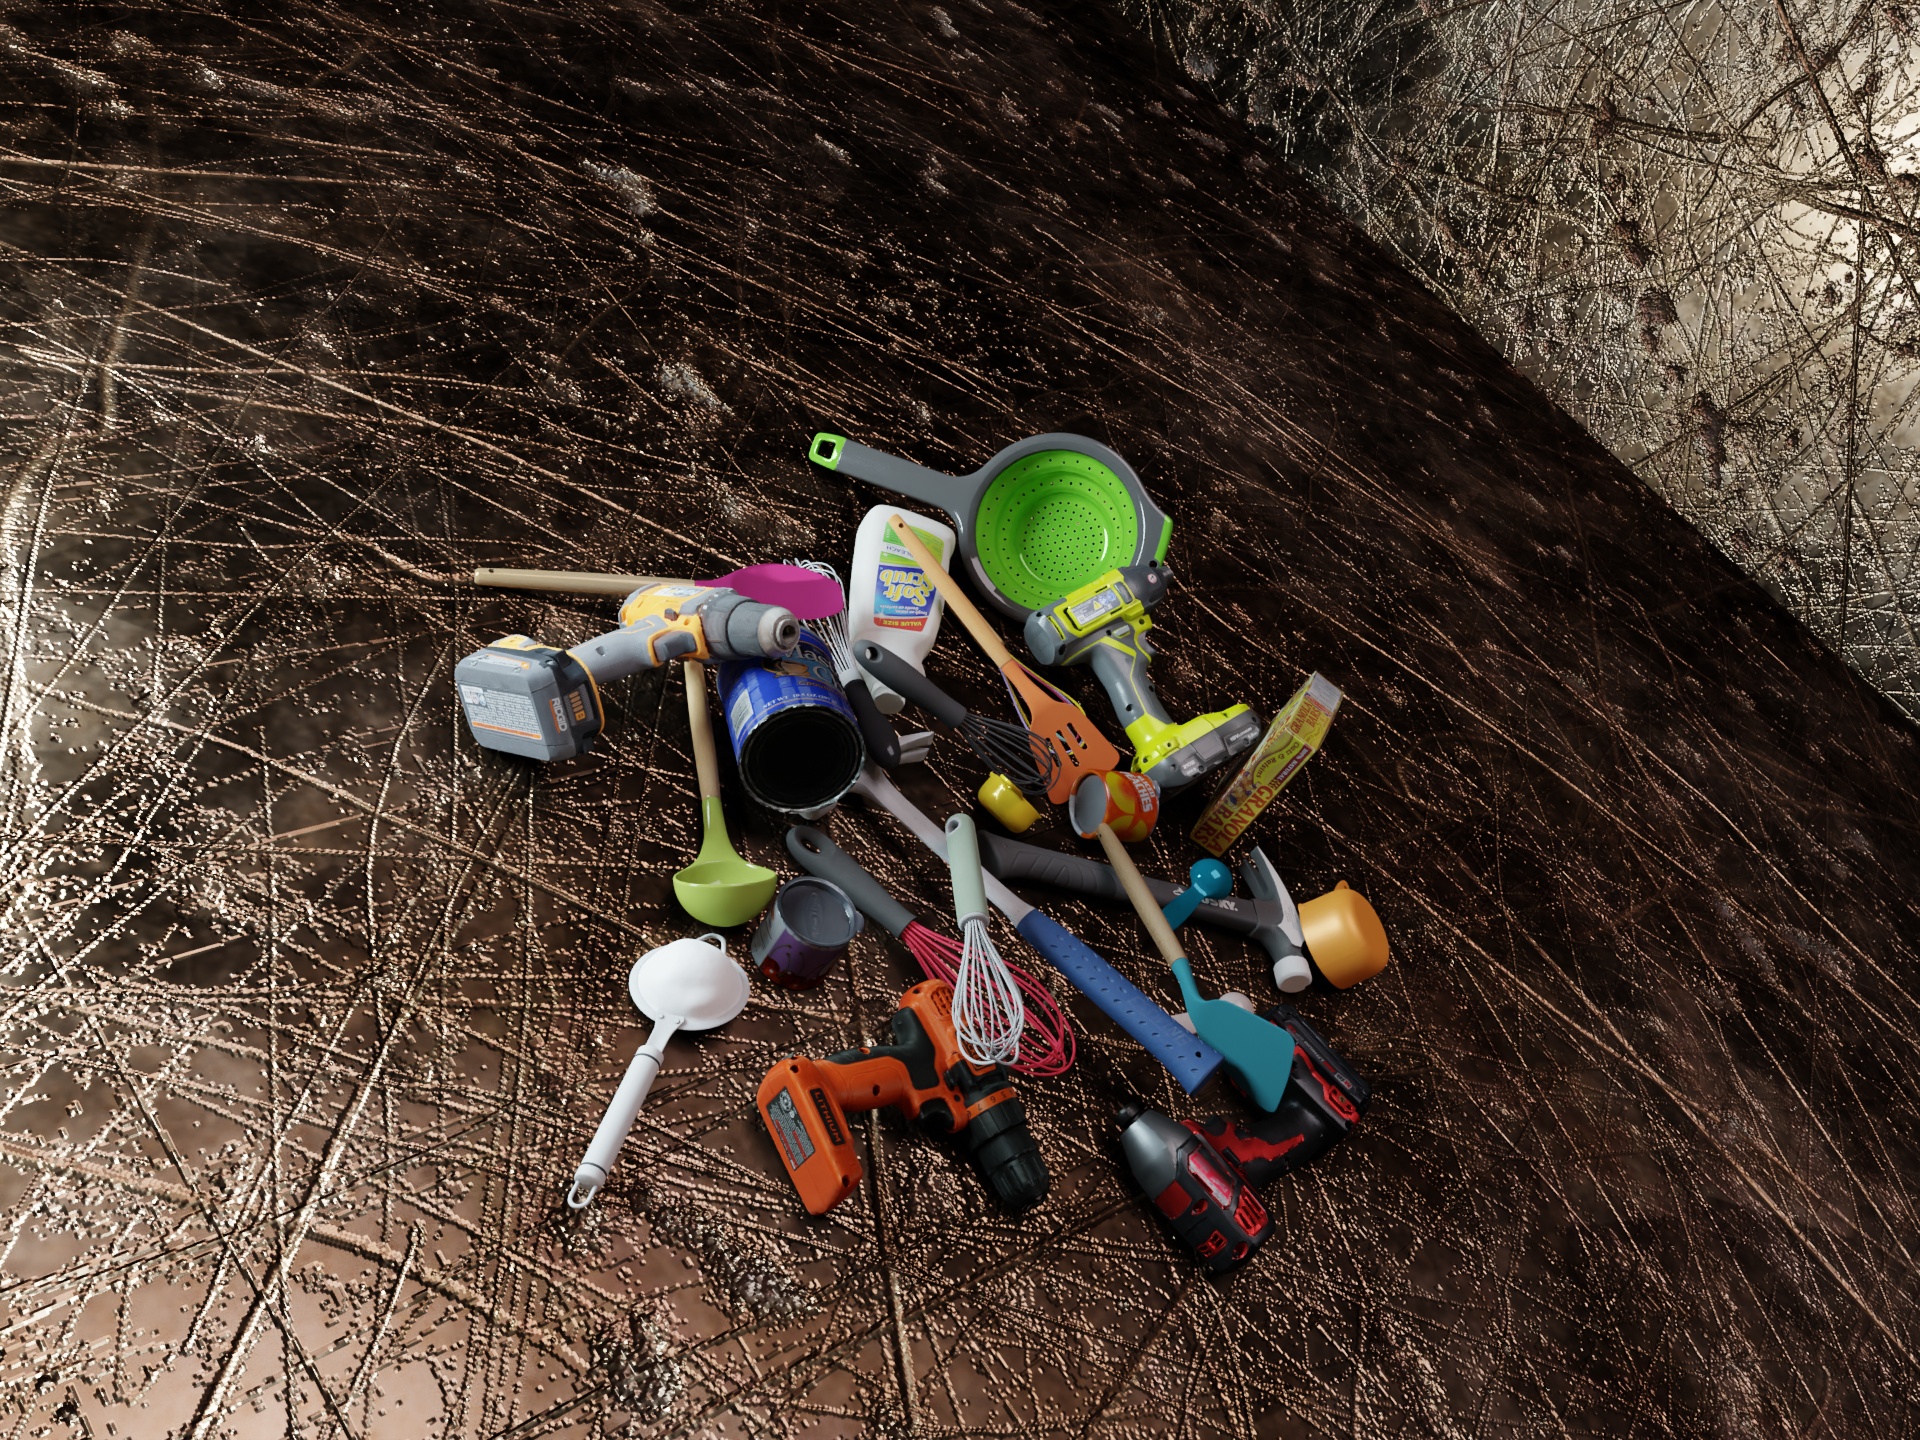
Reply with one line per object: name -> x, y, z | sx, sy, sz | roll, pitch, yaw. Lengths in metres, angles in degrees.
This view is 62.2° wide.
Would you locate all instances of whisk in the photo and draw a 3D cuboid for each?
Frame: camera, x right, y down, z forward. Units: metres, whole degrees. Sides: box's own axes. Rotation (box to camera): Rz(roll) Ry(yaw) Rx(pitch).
whisk -> 0.050, -0.058, 1.586 | 0.051, 0.047, 0.245 | -11, 52, -41
whisk -> -0.001, -0.005, 1.421 | 0.238, 0.055, 0.055 | 35, 34, -26
whisk -> 0.012, 0.162, 1.222 | 0.059, 0.058, 0.247 | 38, 27, -33
whisk -> -0.028, 0.178, 1.262 | 0.296, 0.073, 0.073 | 38, 37, 16
whisk -> -0.107, -0.053, 1.426 | 0.070, 0.070, 0.285 | 5, 38, -32

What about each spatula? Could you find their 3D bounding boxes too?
spatula -> 0.182, 0.185, 1.319 | 0.044, 0.082, 0.318 | -5, 36, -16
spatula -> 0.029, -0.069, 1.519 | 0.081, 0.041, 0.323 | -35, 78, -12

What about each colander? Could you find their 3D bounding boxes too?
colander -> 0.030, -0.226, 1.709 | 0.397, 0.204, 0.094 | 21, 2, 9

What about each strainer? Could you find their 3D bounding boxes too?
strainer -> -0.210, 0.226, 1.093 | 0.087, 0.050, 0.259 | 16, 41, 4

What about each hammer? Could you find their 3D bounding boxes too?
hammer -> 0.164, 0.150, 1.445 | 0.334, 0.035, 0.146 | 16, 41, -21
hammer -> 0.050, 0.152, 1.302 | 0.406, 0.035, 0.144 | 40, 46, 21

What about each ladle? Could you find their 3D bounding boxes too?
ladle -> -0.203, 0.038, 1.289 | 0.078, 0.062, 0.321 | -1, 44, -15

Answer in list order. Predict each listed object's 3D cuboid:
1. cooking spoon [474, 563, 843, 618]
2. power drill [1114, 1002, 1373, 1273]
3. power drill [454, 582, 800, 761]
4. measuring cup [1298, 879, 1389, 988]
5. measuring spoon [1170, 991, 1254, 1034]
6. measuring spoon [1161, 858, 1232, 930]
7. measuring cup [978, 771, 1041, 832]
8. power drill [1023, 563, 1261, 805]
cooking spoon -> -0.259, -0.117, 1.393 | 0.318, 0.017, 0.069 | 2, 49, -17
power drill -> 0.222, 0.324, 1.266 | 0.143, 0.078, 0.219 | 45, 42, 16
power drill -> -0.252, -0.046, 1.246 | 0.185, 0.084, 0.226 | 8, 28, 41
measuring cup -> 0.377, 0.187, 1.526 | 0.095, 0.052, 0.174 | 56, 29, -7
measuring spoon -> 0.211, 0.256, 1.375 | 0.124, 0.018, 0.034 | -5, 52, -38
measuring spoon -> 0.209, 0.156, 1.423 | 0.042, 0.021, 0.128 | 44, 39, 13
measuring cup -> 0.037, 0.069, 1.375 | 0.062, 0.029, 0.156 | 42, -3, 9
power drill -> 0.190, -0.044, 1.574 | 0.171, 0.080, 0.223 | -28, 79, -25
